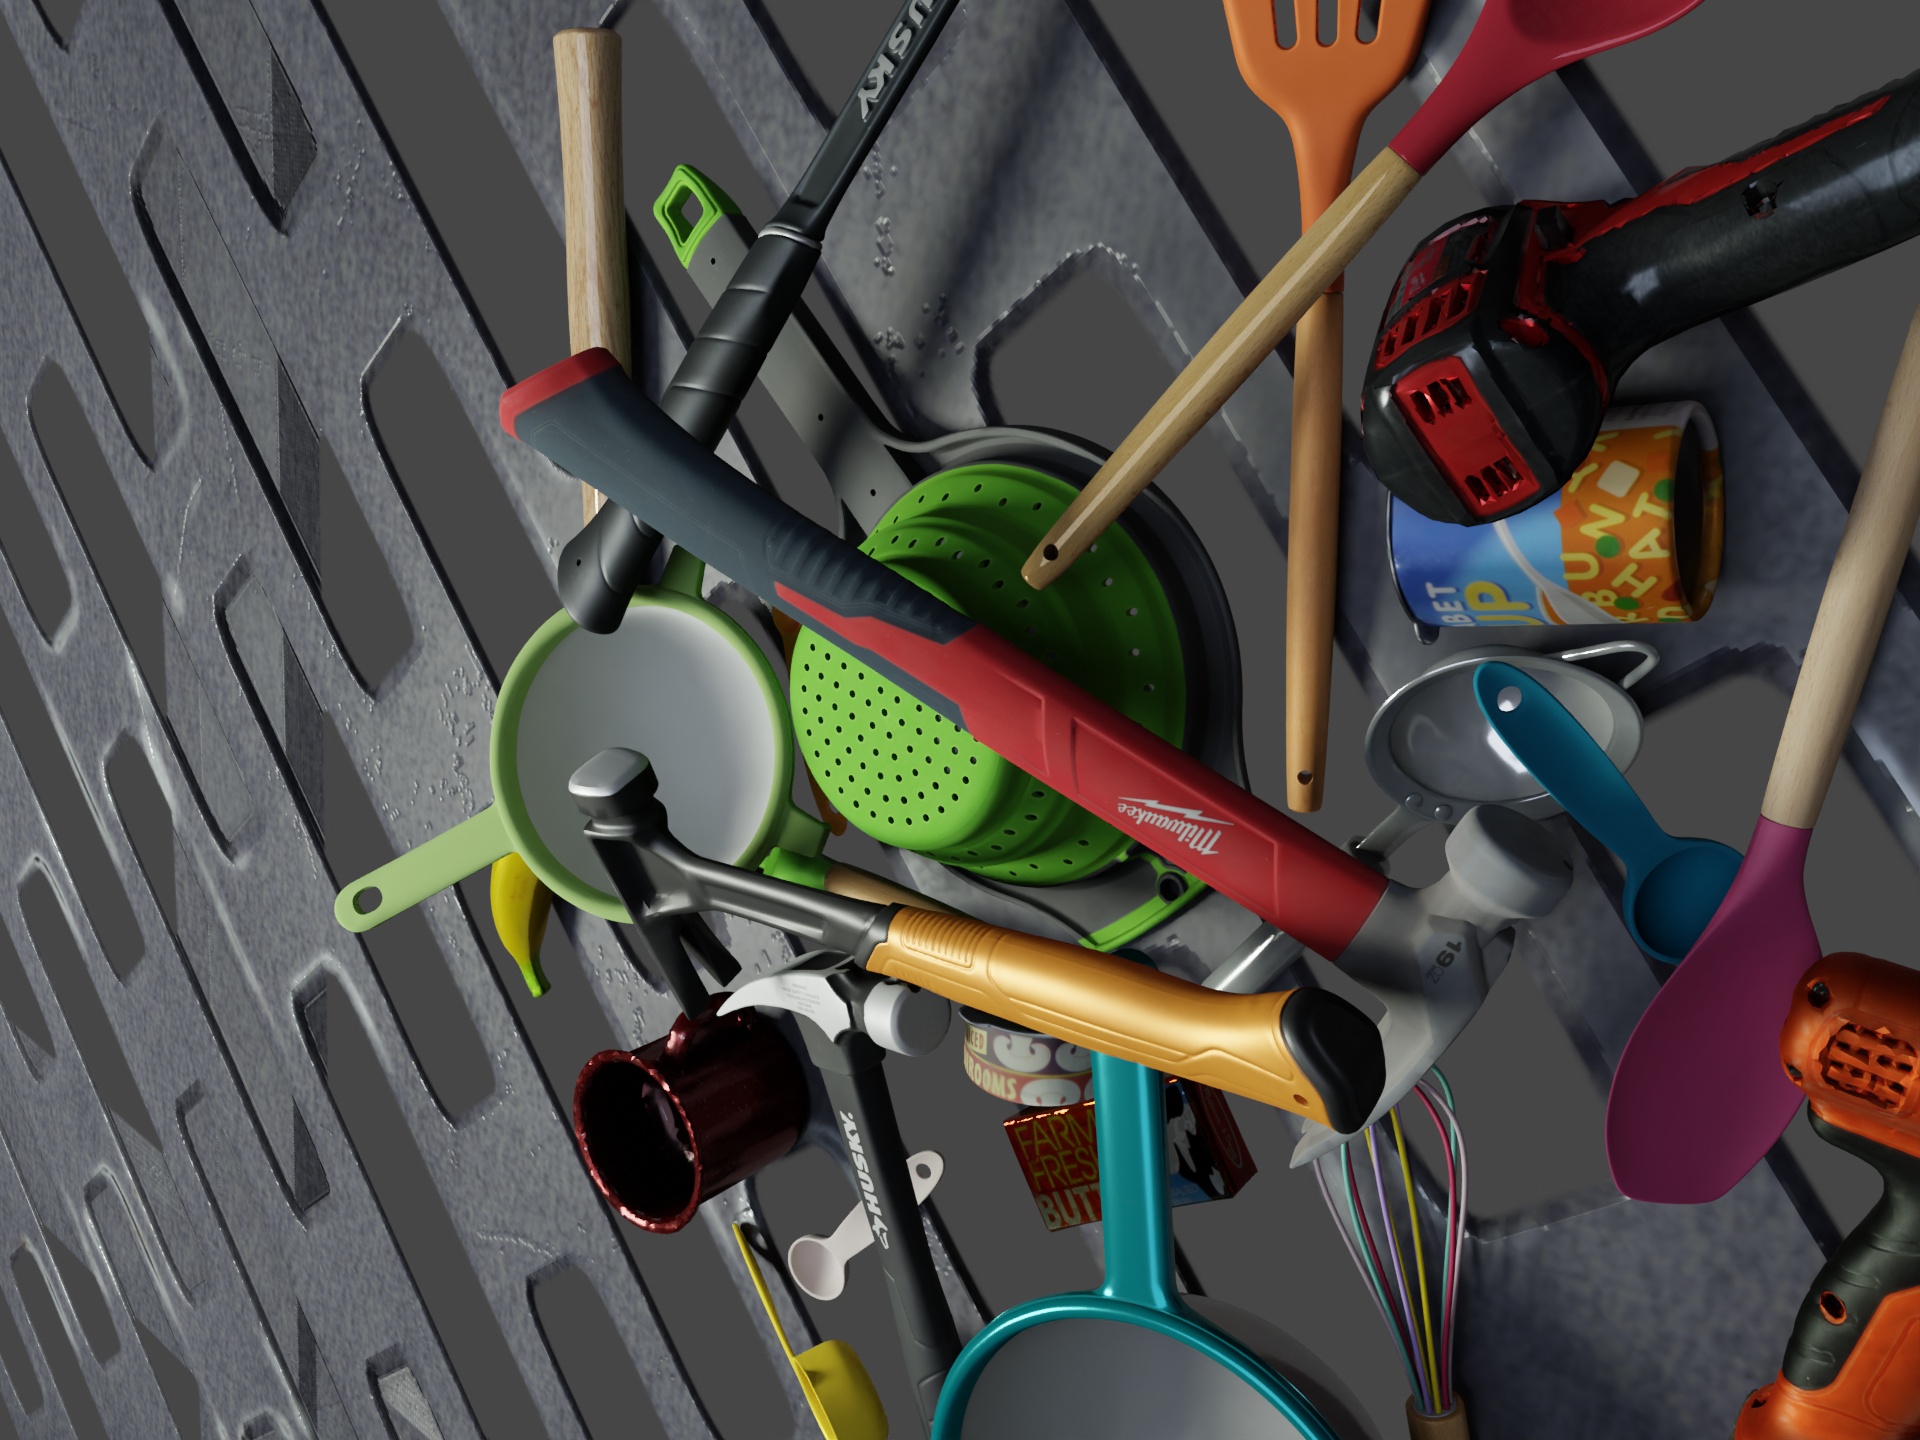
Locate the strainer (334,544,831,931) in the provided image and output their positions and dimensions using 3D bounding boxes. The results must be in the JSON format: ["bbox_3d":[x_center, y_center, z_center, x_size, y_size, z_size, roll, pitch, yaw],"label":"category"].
[{"bbox_3d":[-0.180,0.038,0.749,0.256,0.069,0.151,-27,83,17],"label":"strainer"}]

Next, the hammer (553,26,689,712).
[{"bbox_3d":[-0.173,-0.159,0.775,0.130,0.031,0.331,12,108,37],"label":"hammer"}]

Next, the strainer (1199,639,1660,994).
[{"bbox_3d":[0.146,0.044,0.565,0.086,0.050,0.258,22,131,-15],"label":"strainer"}]

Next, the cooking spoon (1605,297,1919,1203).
[{"bbox_3d":[0.254,0.006,0.474,0.017,0.068,0.318,-114,31,-71],"label":"cooking spoon"}]

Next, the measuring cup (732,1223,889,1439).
[{"bbox_3d":[-0.078,0.303,0.799,0.157,0.029,0.062,45,152,51],"label":"measuring cup"}]

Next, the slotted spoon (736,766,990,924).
[{"bbox_3d":[-0.039,0.077,0.681,0.314,0.031,0.070,15,89,52],"label":"slotted spoon"}]

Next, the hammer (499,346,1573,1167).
[{"bbox_3d":[-0.001,-0.002,0.548,0.386,0.038,0.143,32,119,9],"label":"hammer"}]

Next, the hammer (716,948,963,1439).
[{"bbox_3d":[-0.024,0.261,0.731,0.146,0.035,0.334,1,110,51],"label":"hammer"}]

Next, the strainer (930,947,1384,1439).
[{"bbox_3d":[0.092,0.249,0.626,0.211,0.095,0.340,0,97,36],"label":"strainer"}]

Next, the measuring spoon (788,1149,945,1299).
[{"bbox_3d":[-0.043,0.245,0.784,0.034,0.018,0.124,48,119,10],"label":"measuring spoon"}]

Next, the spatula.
[{"bbox_3d":[0.121,-0.121,0.543,0.081,0.041,0.322,2,105,13],"label":"spatula"}]

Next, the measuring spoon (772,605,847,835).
[{"bbox_3d":[-0.067,-0.002,0.745,0.021,0.011,0.117,-4,102,42],"label":"measuring spoon"}]

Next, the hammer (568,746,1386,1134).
[{"bbox_3d":[-0.008,0.088,0.566,0.337,0.034,0.127,9,131,40],"label":"hammer"}]

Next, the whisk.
[{"bbox_3d":[0.174,0.233,0.594,0.047,0.051,0.245,4,109,59],"label":"whisk"}]

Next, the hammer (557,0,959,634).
[{"bbox_3d":[-0.052,-0.196,0.606,0.408,0.036,0.149,-54,52,24],"label":"hammer"}]

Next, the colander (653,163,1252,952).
[{"bbox_3d":[-0.044,-0.078,0.651,0.204,0.094,0.397,-45,73,36],"label":"colander"}]

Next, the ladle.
[{"bbox_3d":[0.123,-0.156,0.504,0.069,0.031,0.315,49,115,14],"label":"ladle"}]

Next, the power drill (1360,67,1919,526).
[{"bbox_3d":[0.211,-0.140,0.411,0.219,0.143,0.078,-26,111,37],"label":"power drill"}]

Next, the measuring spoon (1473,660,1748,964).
[{"bbox_3d":[0.200,0.025,0.498,0.042,0.021,0.128,-43,103,9],"label":"measuring spoon"}]
